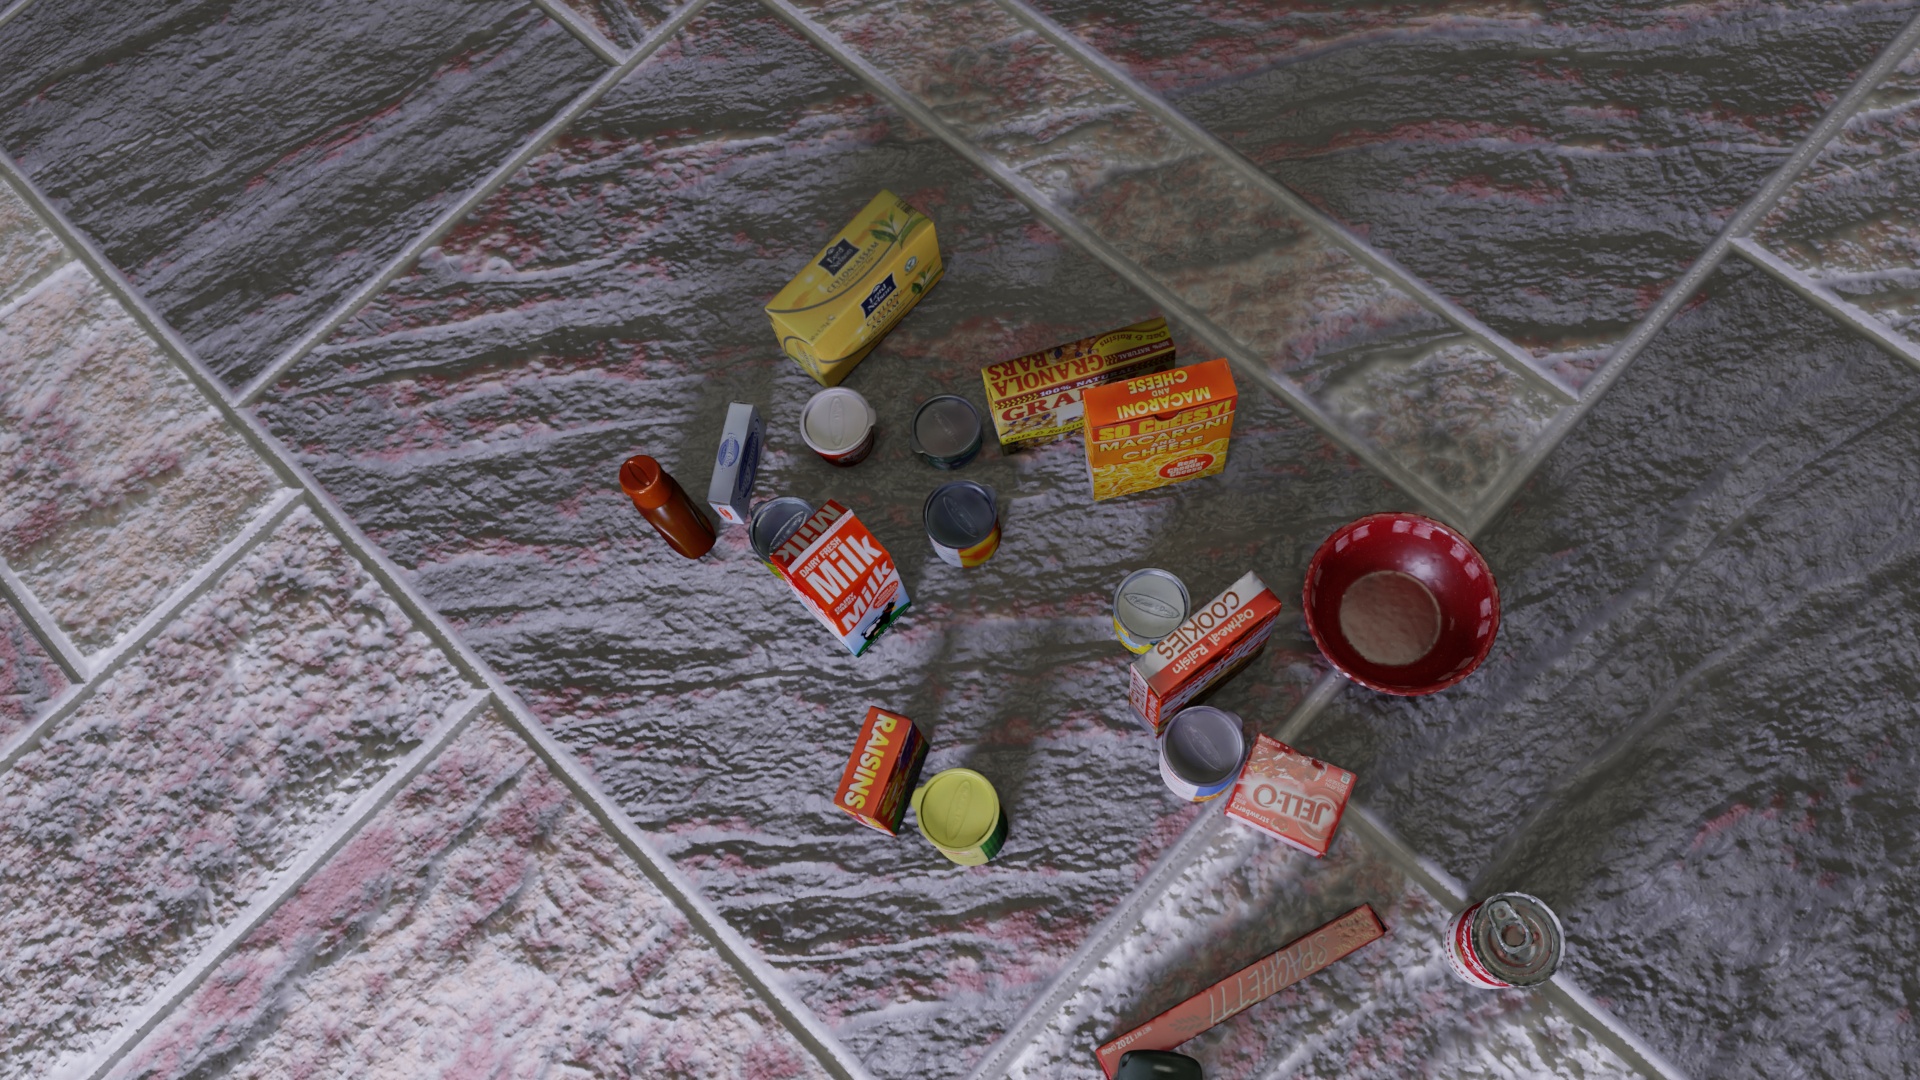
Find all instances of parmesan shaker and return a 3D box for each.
[{"bbox_3d":[0.001,0.227,1.142,0.071,0.102,0.071,-2,71,6],"label":"parmesan shaker"}]

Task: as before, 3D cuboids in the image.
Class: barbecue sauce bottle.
[{"bbox_3d":[-0.264,-0.032,1.239,0.044,0.148,0.065,-40,72,-8],"label":"barbecue sauce bottle"}]

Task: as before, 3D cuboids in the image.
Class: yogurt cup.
[{"bbox_3d":[-0.112,-0.103,1.298,0.072,0.053,0.072,-2,70,5],"label":"yogurt cup"}]

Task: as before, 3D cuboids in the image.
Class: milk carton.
[{"bbox_3d":[-0.102,0.029,1.177,0.073,0.190,0.072,42,80,17],"label":"milk carton"}]

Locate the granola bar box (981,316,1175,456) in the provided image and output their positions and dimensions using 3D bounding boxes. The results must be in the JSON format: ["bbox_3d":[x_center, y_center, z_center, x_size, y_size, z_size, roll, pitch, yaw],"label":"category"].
[{"bbox_3d":[0.108,-0.136,1.249,0.166,0.124,0.039,-16,70,0],"label":"granola bar box"}]

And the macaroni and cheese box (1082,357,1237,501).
[{"bbox_3d":[0.171,-0.092,1.204,0.124,0.166,0.040,-13,70,2],"label":"macaroni and cheese box"}]

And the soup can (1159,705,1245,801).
[{"bbox_3d":[0.201,0.176,1.149,0.071,0.083,0.071,-2,71,6],"label":"soup can"}]

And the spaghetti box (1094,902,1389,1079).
[{"bbox_3d":[0.221,0.357,1.100,0.250,0.050,0.029,-27,70,-4],"label":"spaghetti box"}]

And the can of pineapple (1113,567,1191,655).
[{"bbox_3d":[0.164,0.064,1.207,0.071,0.057,0.071,-2,71,5],"label":"can of pineapple"}]

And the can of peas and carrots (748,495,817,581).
[{"bbox_3d":[-0.156,-0.002,1.264,0.071,0.058,0.071,-2,71,6],"label":"can of peas and carrots"}]

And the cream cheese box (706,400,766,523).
[{"bbox_3d":[-0.208,-0.073,1.298,0.024,0.053,0.104,7,71,9],"label":"cream cheese box"}]

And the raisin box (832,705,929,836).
[{"bbox_3d":[-0.063,0.193,1.150,0.040,0.123,0.086,19,74,12],"label":"raisin box"}]

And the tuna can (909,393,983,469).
[{"bbox_3d":[-0.014,-0.100,1.298,0.071,0.032,0.071,-2,70,5],"label":"tuna can"}]

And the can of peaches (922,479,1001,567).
[{"bbox_3d":[0.004,-0.016,1.252,0.071,0.058,0.071,-2,71,5],"label":"can of peaches"}]

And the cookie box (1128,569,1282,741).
[{"bbox_3d":[0.197,0.098,1.133,0.123,0.167,0.040,-37,71,-7],"label":"cookie box"}]
